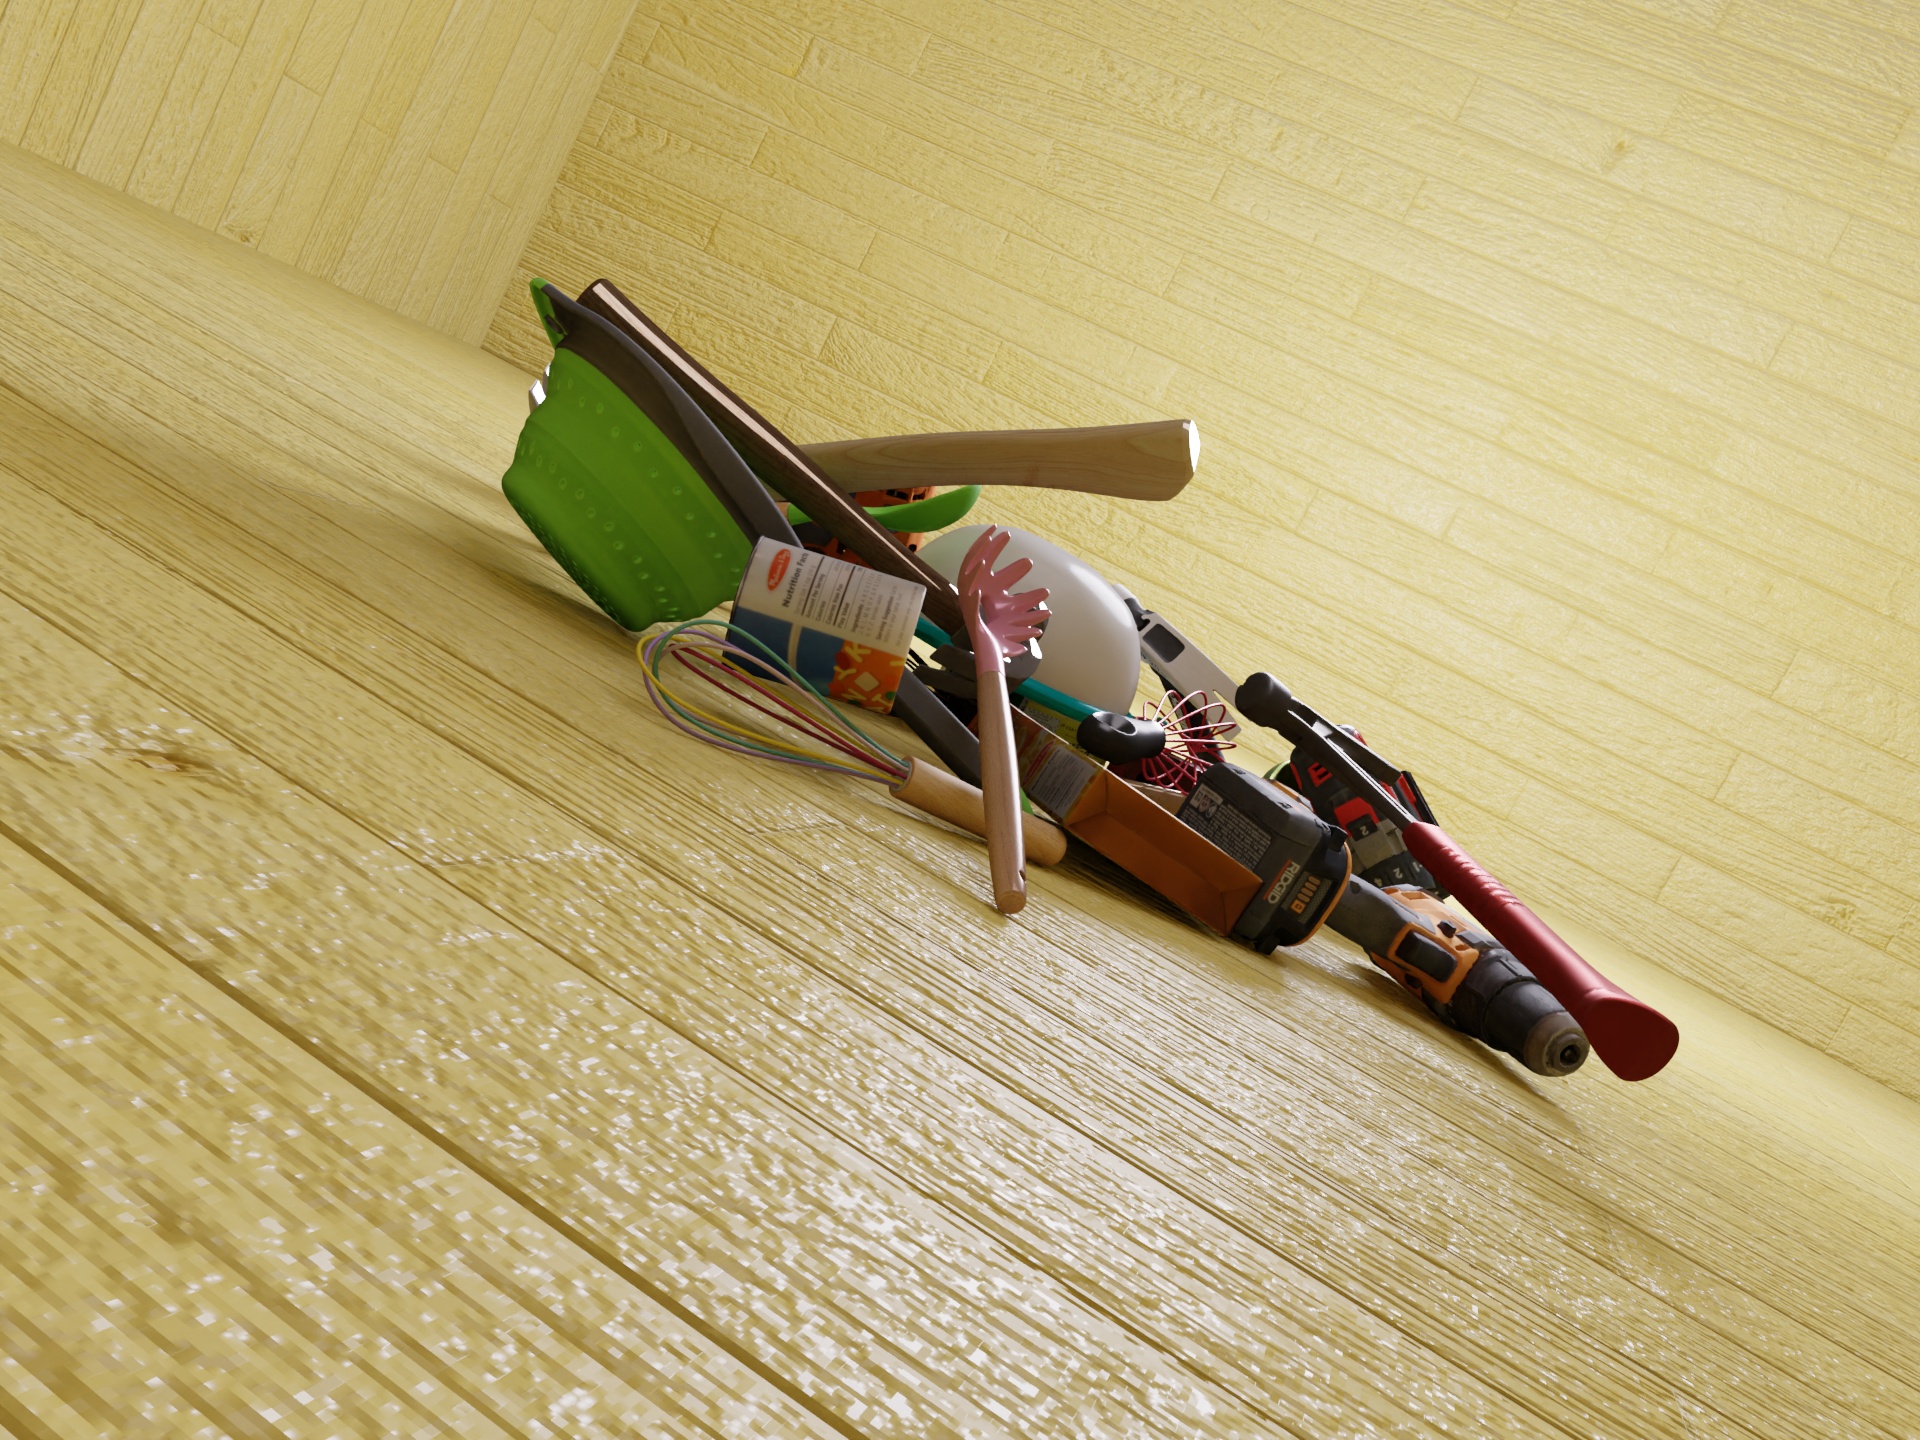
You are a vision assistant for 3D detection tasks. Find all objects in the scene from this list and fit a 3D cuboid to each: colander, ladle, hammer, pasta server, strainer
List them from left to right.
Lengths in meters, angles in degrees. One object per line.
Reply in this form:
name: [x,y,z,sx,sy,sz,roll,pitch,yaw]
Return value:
colander: [-0.123,-0.058,0.857,0.397,0.094,0.204,46,-11,6]
hammer: [-0.085,-0.130,0.909,0.331,0.031,0.130,40,30,-10]
hammer: [-0.063,-0.161,0.962,0.411,0.038,0.146,-1,-45,19]
strainer: [0.013,-0.090,1.066,0.211,0.095,0.340,33,9,33]
pasta server: [0.023,-0.010,0.792,0.060,0.040,0.316,49,19,-25]
hammer: [0.197,0.017,1.288,0.146,0.035,0.334,45,-6,30]
ladle: [0.250,0.062,1.246,0.062,0.078,0.320,1,-4,16]
hammer: [0.285,0.085,0.912,0.149,0.036,0.359,32,12,-29]

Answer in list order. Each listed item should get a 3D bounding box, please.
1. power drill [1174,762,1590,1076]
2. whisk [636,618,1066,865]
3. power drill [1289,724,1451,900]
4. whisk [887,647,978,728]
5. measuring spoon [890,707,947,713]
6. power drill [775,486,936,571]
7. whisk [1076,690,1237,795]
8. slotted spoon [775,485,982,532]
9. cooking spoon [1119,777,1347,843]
power drill: [0.246,0.123,0.929,0.226,0.084,0.185,29,7,-23]
whisk: [-0.045,0.015,0.756,0.244,0.051,0.047,27,0,-29]
power drill: [0.334,0.107,1.232,0.188,0.080,0.226,66,16,19]
whisk: [-0.001,-0.004,1.072,0.238,0.055,0.055,28,4,-37]
measuring spoon: [-0.044,-0.014,1.087,0.124,0.018,0.034,22,8,-33]
power drill: [-0.145,-0.149,1.263,0.226,0.164,0.084,14,8,-6]
whisk: [0.120,0.012,0.978,0.073,0.073,0.295,29,8,18]
slotted spoon: [-0.137,-0.138,1.071,0.314,0.031,0.070,0,13,16]
cooking spoon: [0.130,0.052,1.079,0.318,0.017,0.069,14,7,-22]
